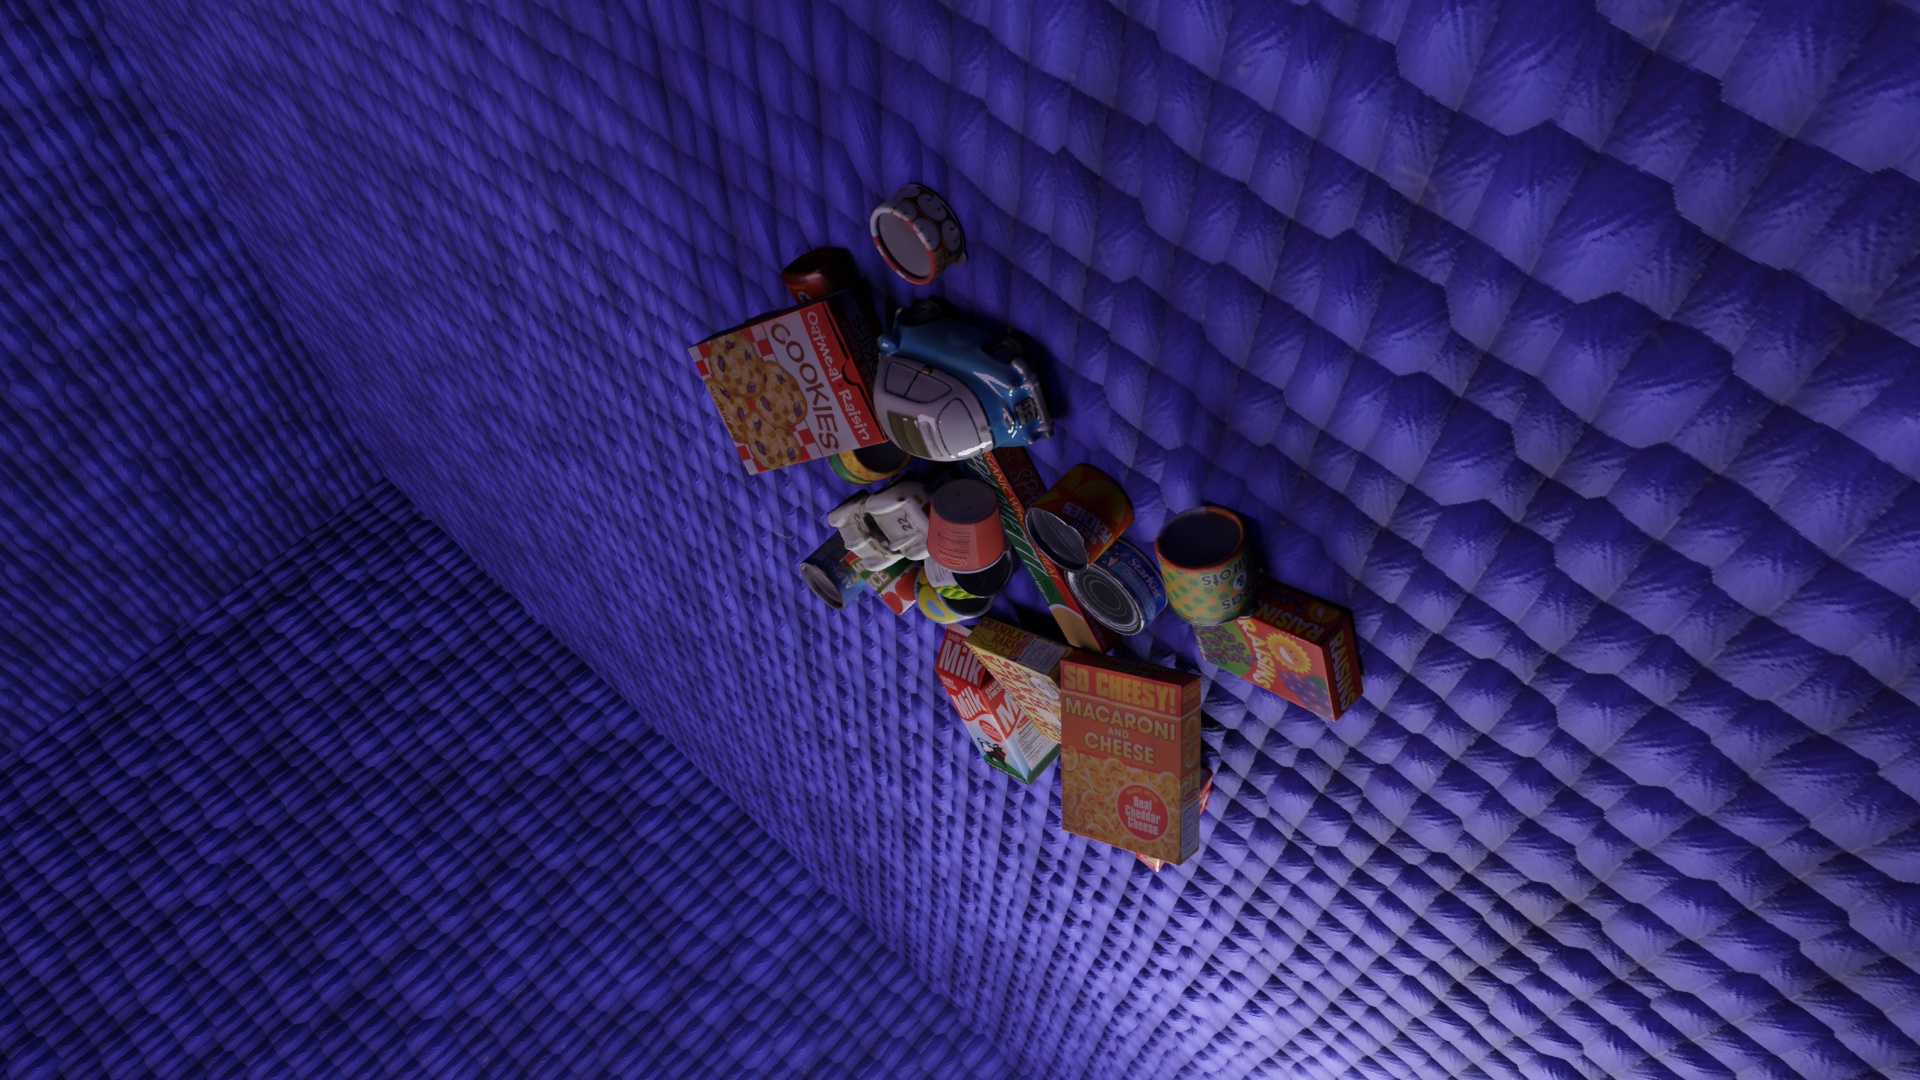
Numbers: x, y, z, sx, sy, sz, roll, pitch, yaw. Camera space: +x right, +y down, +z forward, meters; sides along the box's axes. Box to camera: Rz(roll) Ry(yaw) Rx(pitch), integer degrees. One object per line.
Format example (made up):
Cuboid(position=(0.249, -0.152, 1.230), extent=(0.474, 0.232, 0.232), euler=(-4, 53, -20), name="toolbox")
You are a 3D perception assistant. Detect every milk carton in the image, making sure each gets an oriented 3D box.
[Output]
Cuboid(position=(0.039, 0.157, 1.436), extent=(0.072, 0.074, 0.189), euler=(20, 145, 46), name="milk carton")

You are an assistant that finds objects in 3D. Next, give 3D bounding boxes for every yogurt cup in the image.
Cuboid(position=(0.004, -0.015, 1.159), extent=(0.072, 0.073, 0.053), euler=(32, 145, 29), name="yogurt cup")

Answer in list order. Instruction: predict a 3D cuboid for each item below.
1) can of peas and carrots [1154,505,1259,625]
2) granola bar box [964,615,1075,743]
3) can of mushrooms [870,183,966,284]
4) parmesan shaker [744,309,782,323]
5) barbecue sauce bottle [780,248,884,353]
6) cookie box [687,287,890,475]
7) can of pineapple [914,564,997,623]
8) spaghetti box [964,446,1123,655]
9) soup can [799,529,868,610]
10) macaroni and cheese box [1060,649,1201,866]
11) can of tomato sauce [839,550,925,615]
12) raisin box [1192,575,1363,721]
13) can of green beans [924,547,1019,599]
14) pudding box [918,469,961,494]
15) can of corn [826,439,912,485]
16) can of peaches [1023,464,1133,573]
Cuboid(position=(0.177, 0.019, 0.989), extent=(0.071, 0.071, 0.058), euler=(24, 147, 41), name="can of peas and carrots")
Cuboid(position=(0.093, 0.148, 1.343), extent=(0.124, 0.039, 0.165), euler=(18, 153, 49), name="granola bar box")
Cuboid(position=(-0.030, -0.219, 1.003), extent=(0.071, 0.033, 0.070), euler=(37, 154, 22), name="can of mushrooms")
Cuboid(position=(-0.150, -0.147, 1.230), extent=(0.071, 0.071, 0.102), euler=(22, 124, 43), name="parmesan shaker")
Cuboid(position=(-0.091, -0.172, 1.168), extent=(0.065, 0.044, 0.148), euler=(9, 137, 47), name="barbecue sauce bottle")
Cuboid(position=(-0.136, -0.128, 1.151), extent=(0.167, 0.040, 0.122), euler=(-10, 111, 39), name="cookie box")
Cuboid(position=(-0.005, 0.044, 1.339), extent=(0.071, 0.071, 0.057), euler=(50, 156, -8), name="can of pineapple")
Cuboid(position=(0.067, -0.004, 1.188), extent=(0.050, 0.029, 0.249), euler=(14, 140, 53), name="spaghetti box")
Cuboid(position=(-0.118, 0.021, 1.470), extent=(0.071, 0.084, 0.071), euler=(37, 155, 21), name="soup can")
Cuboid(position=(0.149, 0.188, 1.224), extent=(0.124, 0.040, 0.166), euler=(9, 108, 36), name="macaroni and cheese box")
Cuboid(position=(-0.069, 0.026, 1.412), extent=(0.083, 0.071, 0.071), euler=(46, 157, 0), name="can of tomato sauce")
Cuboid(position=(0.230, 0.072, 1.022), extent=(0.123, 0.040, 0.085), euler=(26, 148, 42), name="raisin box")
Cuboid(position=(0.008, 0.021, 1.280), extent=(0.071, 0.071, 0.057), euler=(52, 157, -13), name="can of green beans")
Cuboid(position=(-0.019, -0.035, 1.283), extent=(0.049, 0.030, 0.083), euler=(53, 156, -12), name="pudding box")
Cuboid(position=(-0.080, -0.085, 1.261), extent=(0.071, 0.071, 0.058), euler=(52, 156, -12), name="can of corn")
Cuboid(position=(0.093, -0.018, 1.084), extent=(0.071, 0.058, 0.071), euler=(37, 154, 22), name="can of peaches")
